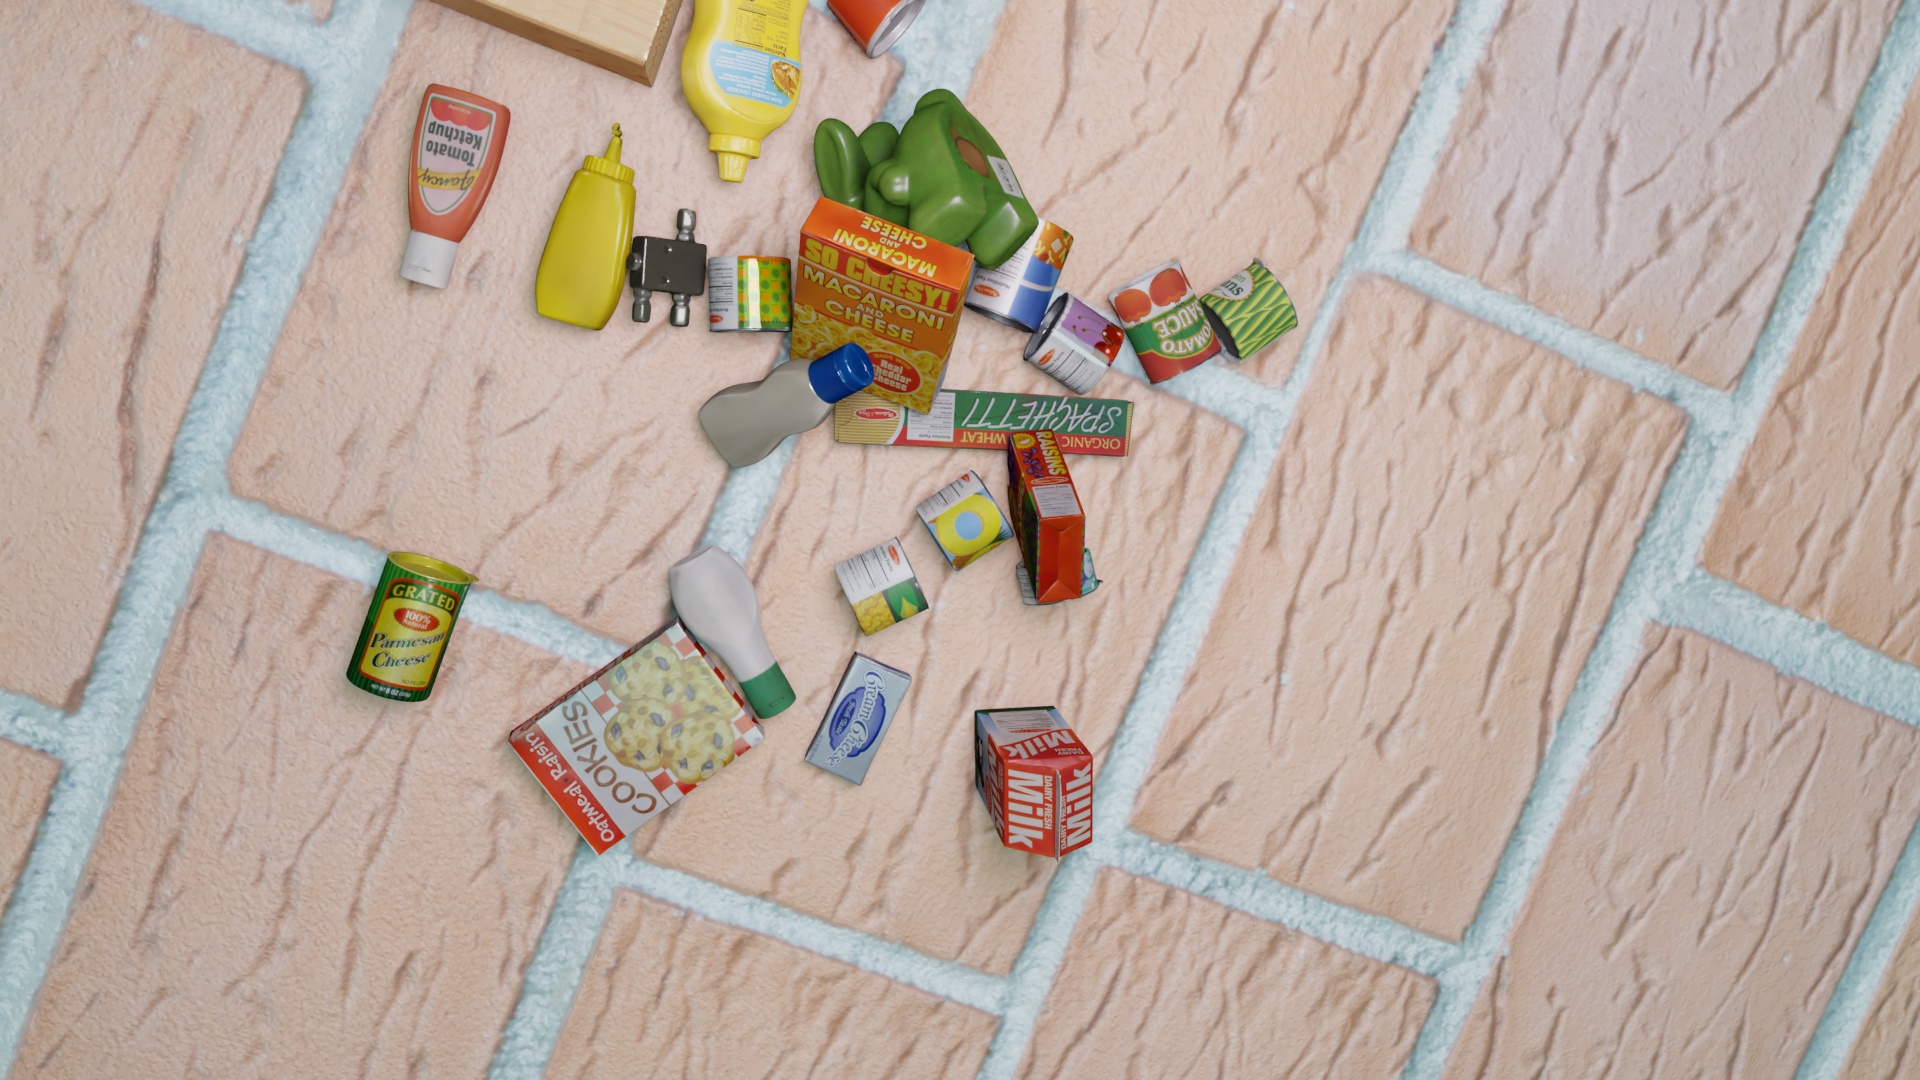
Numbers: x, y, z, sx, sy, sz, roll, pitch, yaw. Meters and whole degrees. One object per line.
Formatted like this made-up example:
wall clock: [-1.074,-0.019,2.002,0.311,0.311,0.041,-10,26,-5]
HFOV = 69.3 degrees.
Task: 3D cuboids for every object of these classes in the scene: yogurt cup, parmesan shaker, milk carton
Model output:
yogurt cup: [-0.067,-0.421,1.089,0.054,0.072,0.072,43,90,-4]
parmesan shaker: [-0.432,0.069,1.097,0.071,0.071,0.103,20,95,-11]
milk carton: [0.061,0.194,1.125,0.073,0.191,0.072,-2,98,-8]

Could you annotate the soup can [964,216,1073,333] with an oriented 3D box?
soup can: [0.049,-0.219,1.134,0.071,0.071,0.083,21,93,-11]

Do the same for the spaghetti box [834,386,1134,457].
spaghetti box: [0.020,-0.100,1.162,0.250,0.029,0.050,2,97,-9]

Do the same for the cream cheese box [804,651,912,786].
cream cheese box: [-0.087,0.151,1.181,0.053,0.024,0.103,25,93,-12]

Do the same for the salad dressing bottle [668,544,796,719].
salad dressing bottle: [-0.186,0.077,1.147,0.064,0.044,0.147,-30,102,-15]

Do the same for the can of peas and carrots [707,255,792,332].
can of peas and carrots: [-0.165,-0.195,1.103,0.071,0.071,0.058,-1,98,-8]

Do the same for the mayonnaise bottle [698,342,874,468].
mayonnaise bottle: [-0.135,-0.110,1.094,0.147,0.041,0.064,-23,107,29]

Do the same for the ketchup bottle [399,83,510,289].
ketchup bottle: [-0.395,-0.270,1.068,0.065,0.043,0.148,15,96,-11]

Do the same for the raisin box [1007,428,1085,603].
raisin box: [0.067,-0.021,1.118,0.040,0.124,0.085,-6,128,-6]

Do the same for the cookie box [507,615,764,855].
cookie box: [-0.266,0.160,1.147,0.167,0.040,0.123,-35,101,-4]

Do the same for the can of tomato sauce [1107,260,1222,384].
can of tomato sauce: [0.170,-0.182,1.153,0.071,0.071,0.083,-29,101,-4]

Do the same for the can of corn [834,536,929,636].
can of corn: [-0.065,0.040,1.150,0.058,0.071,0.071,-24,101,-4]

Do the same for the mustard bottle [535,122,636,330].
mustard bottle: [-0.285,-0.247,1.085,0.065,0.049,0.160,16,94,-10]

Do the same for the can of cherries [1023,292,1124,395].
can of cherries: [0.095,-0.164,1.147,0.058,0.071,0.071,31,92,-12]

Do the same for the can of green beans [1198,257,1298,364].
can of green beans: [0.239,-0.190,1.165,0.058,0.071,0.071,-33,101,-2]

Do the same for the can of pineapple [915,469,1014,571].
can of pineapple: [0.004,-0.014,1.152,0.058,0.071,0.071,-33,101,-3]

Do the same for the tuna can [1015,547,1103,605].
tuna can: [0.083,0.029,1.170,0.071,0.071,0.032,-15,100,-6]

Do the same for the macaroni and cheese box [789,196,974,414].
macaroni and cheese box: [-0.064,-0.174,1.061,0.124,0.165,0.040,21,62,1]
